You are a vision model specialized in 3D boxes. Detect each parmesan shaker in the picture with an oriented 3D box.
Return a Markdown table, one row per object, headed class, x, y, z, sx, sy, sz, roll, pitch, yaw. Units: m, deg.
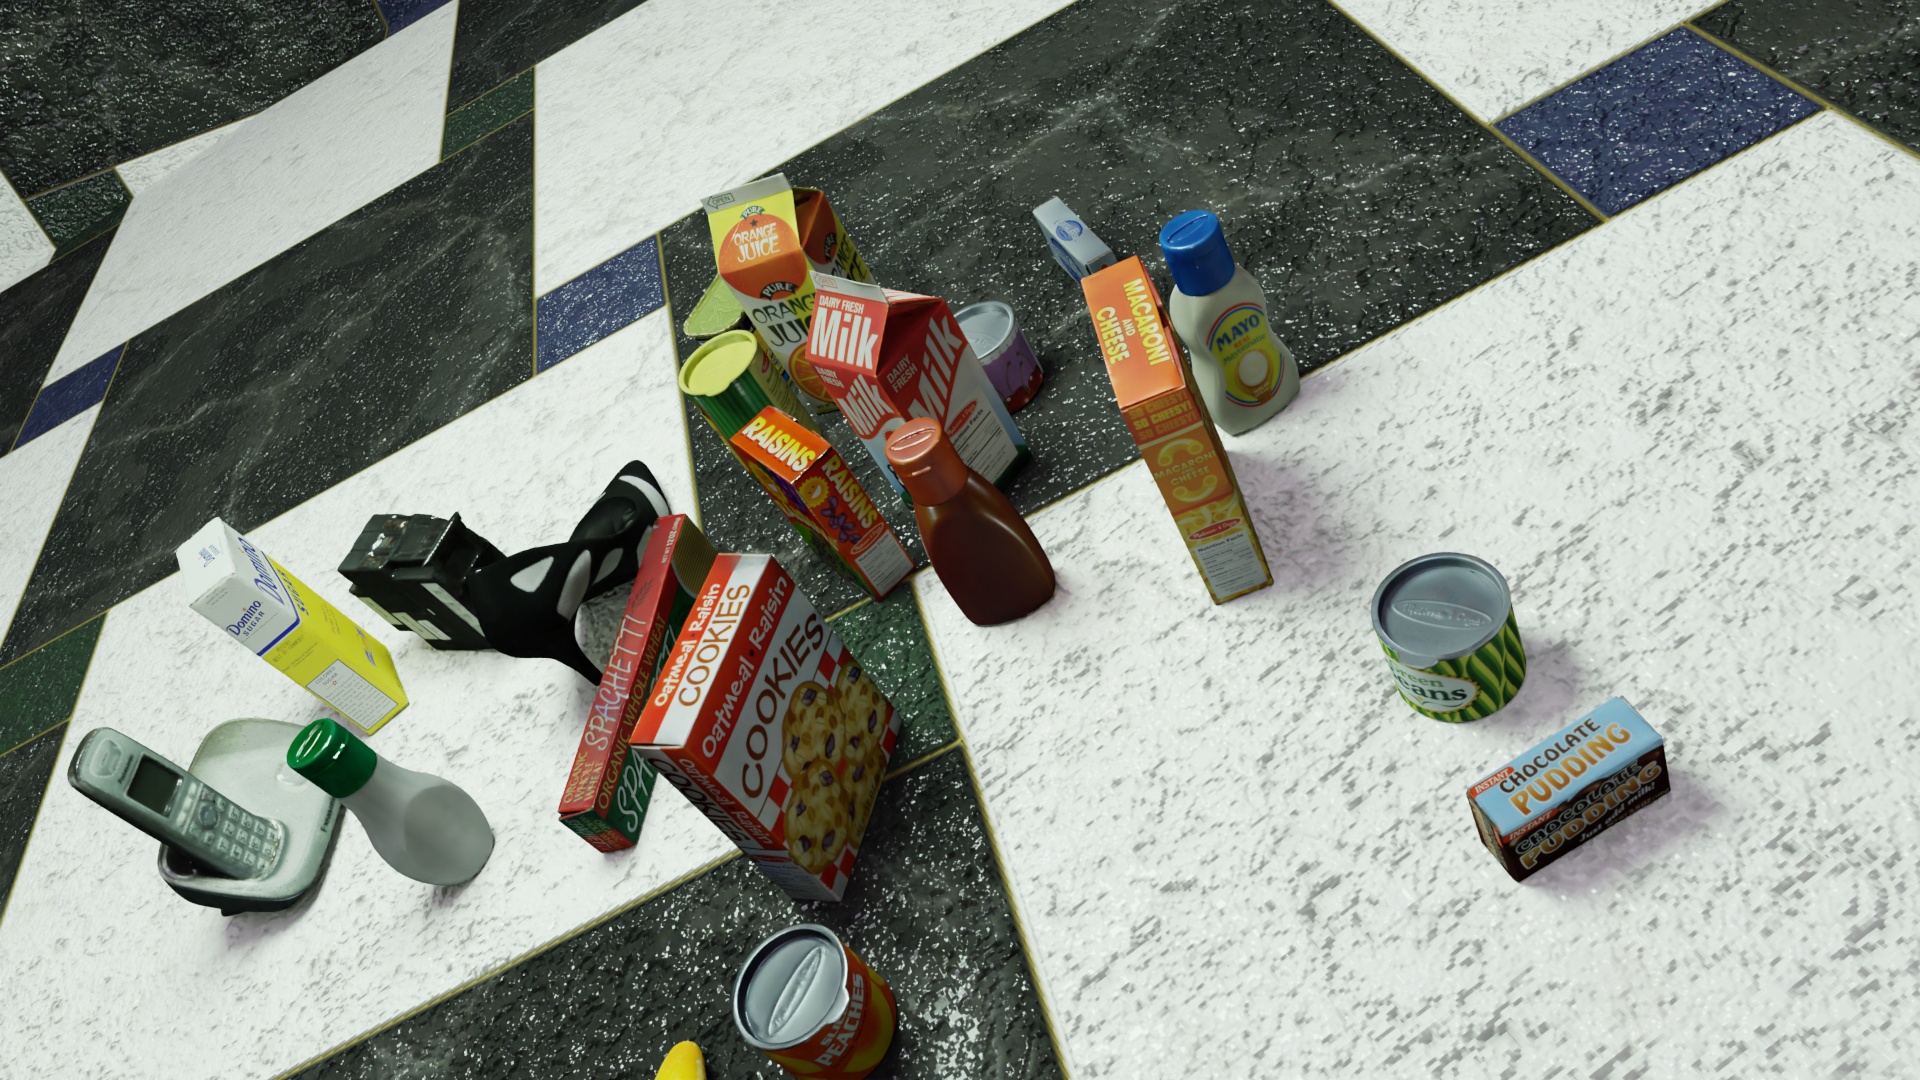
| class | x | y | z | sx | sy | sz | roll | pitch | yaw |
| --- | --- | --- | --- | --- | --- | --- | --- | --- | --- |
| parmesan shaker | -0.157 | -0.097 | 1.049 | 0.071 | 0.102 | 0.072 | -17 | 44 | 17 |

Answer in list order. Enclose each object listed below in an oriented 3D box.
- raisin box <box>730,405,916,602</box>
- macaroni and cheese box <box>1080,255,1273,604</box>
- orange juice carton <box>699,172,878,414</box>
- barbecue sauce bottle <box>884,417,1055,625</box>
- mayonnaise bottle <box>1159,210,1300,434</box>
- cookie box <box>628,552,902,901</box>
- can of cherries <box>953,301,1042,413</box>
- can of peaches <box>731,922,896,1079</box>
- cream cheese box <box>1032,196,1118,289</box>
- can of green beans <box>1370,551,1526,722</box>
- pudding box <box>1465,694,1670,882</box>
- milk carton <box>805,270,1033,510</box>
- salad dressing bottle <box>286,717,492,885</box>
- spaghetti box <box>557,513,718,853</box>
| class | x | y | z | sx | sy | sz | roll | pitch | yaw |
| --- | --- | --- | --- | --- | --- | --- | --- | --- | --- |
| raisin box | -0.090 | -0.025 | 0.923 | 0.040 | 0.123 | 0.086 | -44 | 42 | -12 |
| macaroni and cheese box | 0.125 | -0.063 | 0.795 | 0.040 | 0.165 | 0.124 | -22 | 42 | 12 |
| orange juice carton | -0.117 | -0.192 | 1.048 | 0.072 | 0.192 | 0.073 | -11 | 46 | 23 |
| barbecue sauce bottle | 0.003 | -0.010 | 0.834 | 0.065 | 0.148 | 0.044 | -21 | 43 | 13 |
| mayonnaise bottle | 0.162 | -0.135 | 0.856 | 0.065 | 0.147 | 0.041 | -34 | 41 | -1 |
| cookie box | -0.102 | 0.105 | 0.772 | 0.040 | 0.166 | 0.123 | -4 | 49 | 29 |
| can of cherries | 0.018 | -0.128 | 1.006 | 0.071 | 0.058 | 0.072 | -17 | 44 | 17 |
| can of peaches | -0.072 | 0.239 | 0.708 | 0.071 | 0.058 | 0.071 | -17 | 44 | 17 |
| cream cheese box | 0.092 | -0.215 | 1.047 | 0.024 | 0.053 | 0.104 | -32 | 41 | 1 |
| can of green beans | 0.245 | 0.049 | 0.697 | 0.071 | 0.057 | 0.071 | -17 | 44 | 17 |
| pudding box | 0.274 | 0.112 | 0.625 | 0.084 | 0.049 | 0.030 | -32 | 41 | 1 |
| milk carton | -0.033 | -0.100 | 0.910 | 0.072 | 0.189 | 0.074 | 20 | 63 | 42 |
| salad dressing bottle | -0.363 | 0.167 | 0.888 | 0.044 | 0.147 | 0.064 | -1 | 50 | 31 |
| spaghetti box | -0.214 | 0.090 | 0.945 | 0.028 | 0.050 | 0.251 | -12 | 45 | 22 |
